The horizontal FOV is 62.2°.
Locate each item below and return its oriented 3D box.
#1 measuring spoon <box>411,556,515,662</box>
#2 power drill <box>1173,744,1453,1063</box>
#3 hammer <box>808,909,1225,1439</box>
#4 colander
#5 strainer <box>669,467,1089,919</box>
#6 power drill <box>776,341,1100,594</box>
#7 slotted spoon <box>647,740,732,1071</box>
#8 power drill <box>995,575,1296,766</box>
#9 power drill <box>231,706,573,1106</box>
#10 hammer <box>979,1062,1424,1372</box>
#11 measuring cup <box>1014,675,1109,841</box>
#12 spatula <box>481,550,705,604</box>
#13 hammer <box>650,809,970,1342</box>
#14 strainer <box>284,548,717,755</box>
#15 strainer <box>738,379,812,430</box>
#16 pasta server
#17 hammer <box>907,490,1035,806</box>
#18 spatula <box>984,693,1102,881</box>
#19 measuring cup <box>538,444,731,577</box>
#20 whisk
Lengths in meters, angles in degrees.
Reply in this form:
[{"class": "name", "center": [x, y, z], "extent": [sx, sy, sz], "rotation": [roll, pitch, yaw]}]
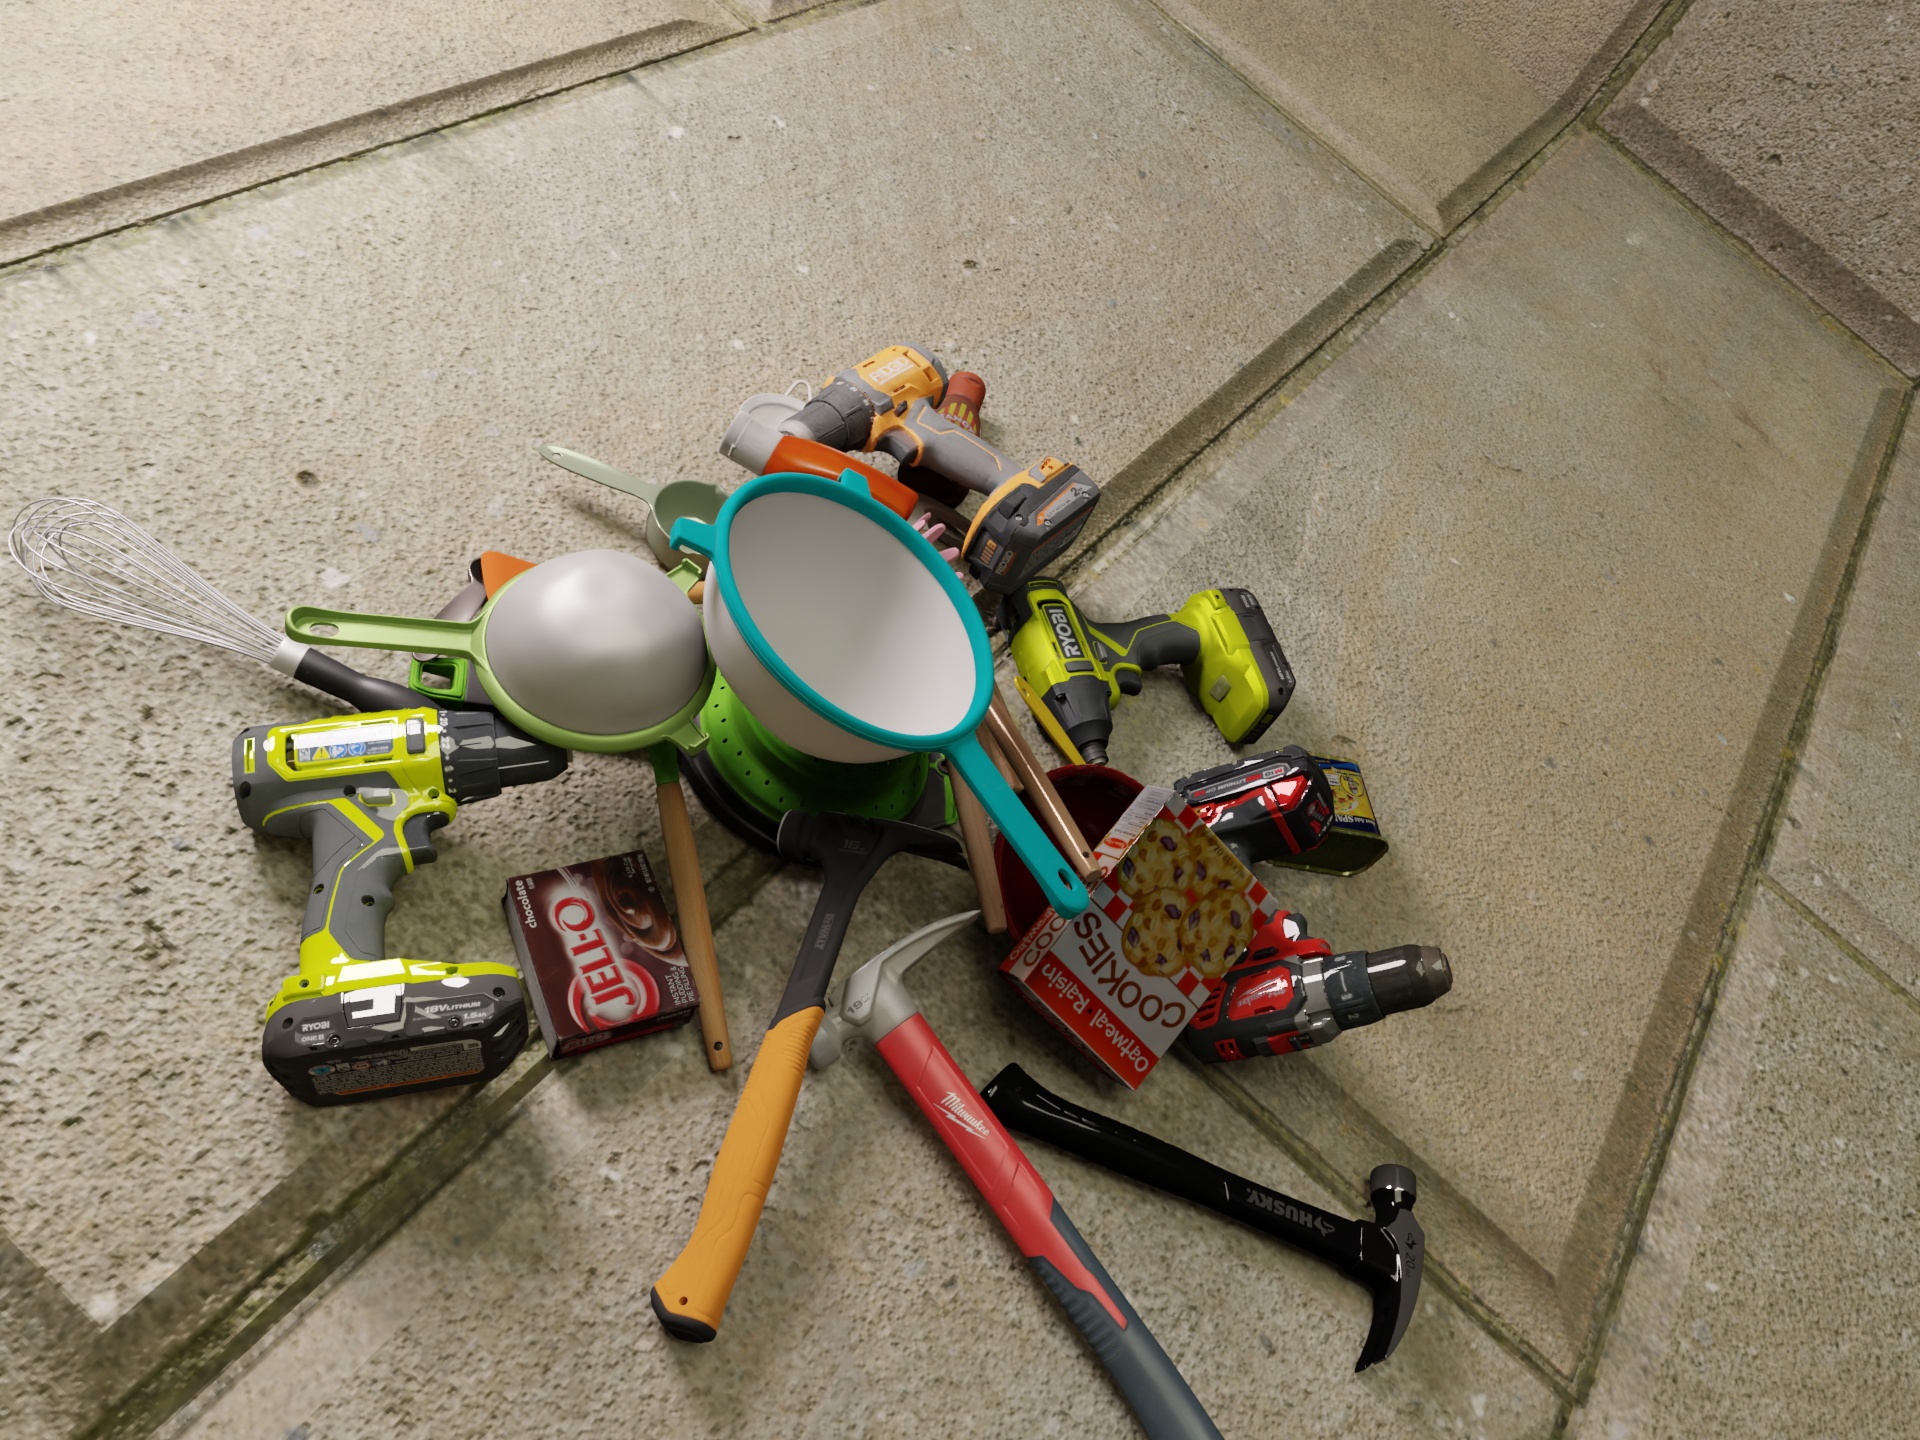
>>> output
[{"class": "measuring spoon", "center": [-0.341, -0.072, 1.080], "extent": [0.034, 0.018, 0.124], "rotation": [33, 37, -9]}, {"class": "power drill", "center": [0.246, 0.132, 1.157], "extent": [0.080, 0.188, 0.227], "rotation": [52, 28, -43]}, {"class": "hammer", "center": [0.061, 0.303, 0.982], "extent": [0.143, 0.038, 0.386], "rotation": [-34, 78, -15]}, {"class": "colander", "center": [-0.167, -0.018, 1.093], "extent": [0.397, 0.094, 0.205], "rotation": [10, 51, -23]}, {"class": "strainer", "center": [-0.049, 0.001, 1.017], "extent": [0.340, 0.095, 0.211], "rotation": [53, 36, 5]}, {"class": "power drill", "center": [-0.023, -0.200, 1.267], "extent": [0.226, 0.084, 0.185], "rotation": [40, 45, 10]}, {"class": "slotted spoon", "center": [-0.179, 0.066, 1.013], "extent": [0.070, 0.031, 0.314], "rotation": [-10, 77, -10]}, {"class": "power drill", "center": [0.154, -0.038, 1.306], "extent": [0.223, 0.080, 0.171], "rotation": [-3, 56, -27]}, {"class": "power drill", "center": [-0.313, 0.091, 0.917], "extent": [0.190, 0.080, 0.229], "rotation": [-6, 57, -15]}, {"class": "hammer", "center": [0.161, 0.313, 1.059], "extent": [0.334, 0.035, 0.146], "rotation": [25, 46, -10]}, {"class": "measuring cup", "center": [0.073, 0.031, 1.190], "extent": [0.156, 0.029, 0.062], "rotation": [54, 26, -22]}, {"class": "spatula", "center": [-0.183, -0.100, 1.166], "extent": [0.322, 0.041, 0.081], "rotation": [-9, 58, -23]}, {"class": "hammer", "center": [-0.098, 0.202, 0.954], "extent": [0.127, 0.034, 0.337], "rotation": [6, 55, 18]}, {"class": "strainer", "center": [-0.270, -0.062, 0.959], "extent": [0.256, 0.069, 0.152], "rotation": [4, 54, -18]}, {"class": "strainer", "center": [-0.146, -0.188, 1.251], "extent": [0.086, 0.050, 0.259], "rotation": [21, 37, -13]}, {"class": "pasta server", "center": [-0.002, -0.004, 1.107], "extent": [0.060, 0.040, 0.316], "rotation": [34, 38, -56]}, {"class": "hammer", "center": [-0.003, -0.066, 1.242], "extent": [0.130, 0.031, 0.332], "rotation": [1, 48, -30]}, {"class": "spatula", "center": [0.026, -0.005, 1.137], "extent": [0.059, 0.018, 0.316], "rotation": [-13, 48, -21]}, {"class": "measuring cup", "center": [-0.243, -0.161, 1.204], "extent": [0.167, 0.038, 0.083], "rotation": [23, 47, -9]}, {"class": "whisk", "center": [-0.450, -0.054, 0.994], "extent": [0.284, 0.070, 0.070], "rotation": [28, 46, -14]}]
